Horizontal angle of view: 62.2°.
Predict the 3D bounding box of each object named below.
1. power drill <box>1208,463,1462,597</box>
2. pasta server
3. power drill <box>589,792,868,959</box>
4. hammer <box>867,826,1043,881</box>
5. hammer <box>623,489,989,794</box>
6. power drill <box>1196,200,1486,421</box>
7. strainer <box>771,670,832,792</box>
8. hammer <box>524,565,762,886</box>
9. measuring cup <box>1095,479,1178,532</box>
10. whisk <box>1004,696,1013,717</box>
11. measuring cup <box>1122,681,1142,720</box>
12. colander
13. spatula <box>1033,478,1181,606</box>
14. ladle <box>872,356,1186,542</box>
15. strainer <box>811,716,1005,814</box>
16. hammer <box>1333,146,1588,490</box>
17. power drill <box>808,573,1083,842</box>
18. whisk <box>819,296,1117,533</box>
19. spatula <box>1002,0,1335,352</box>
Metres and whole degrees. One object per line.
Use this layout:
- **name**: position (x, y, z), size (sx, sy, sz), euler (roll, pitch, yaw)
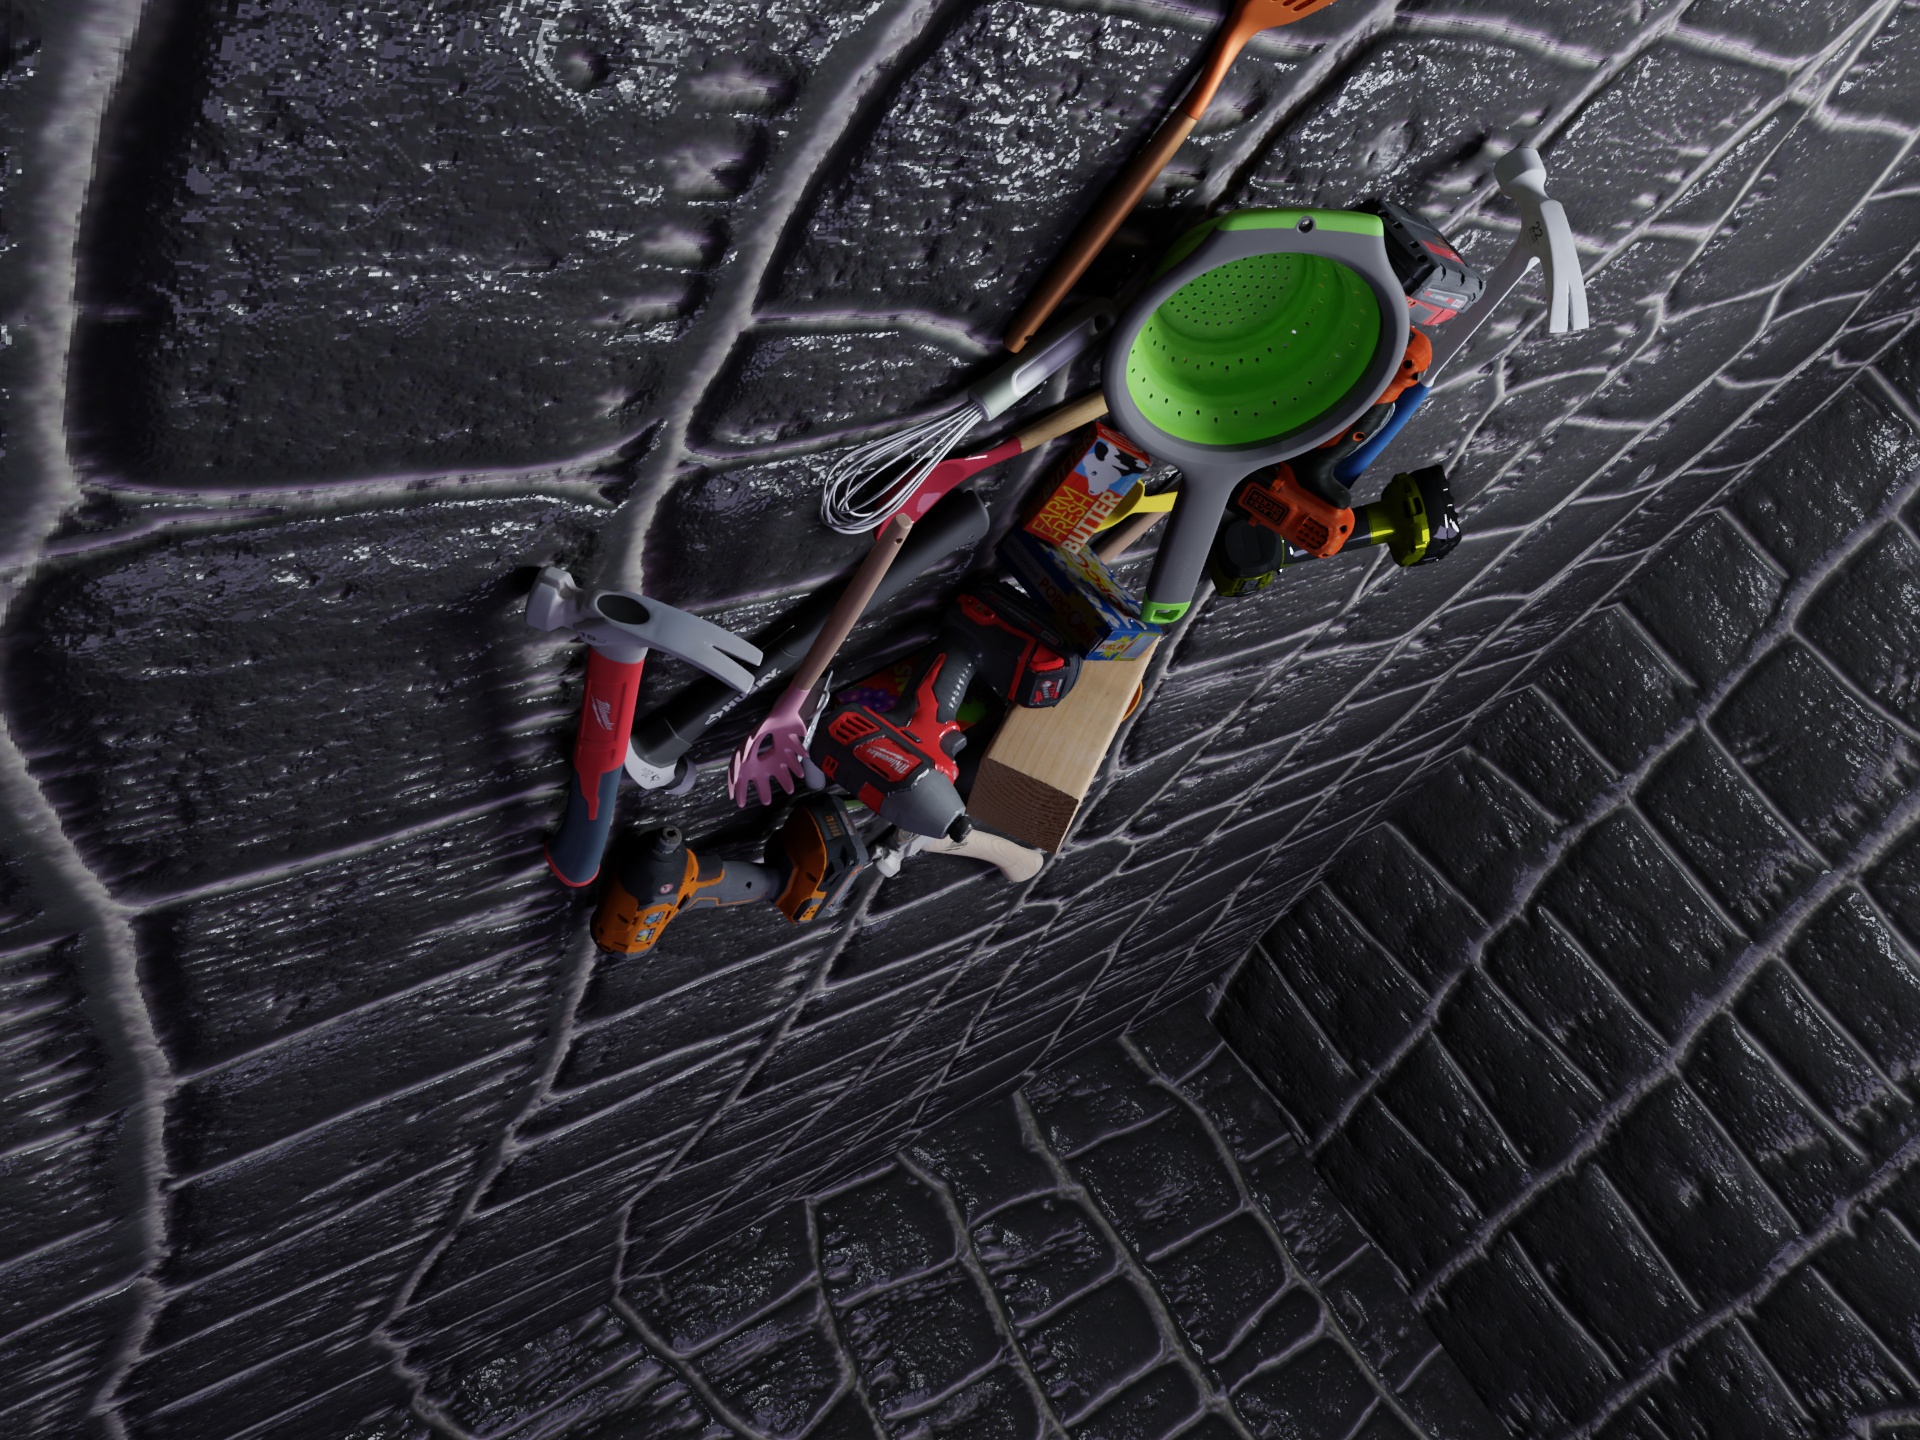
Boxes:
- **power drill**: position (0.352, -0.172, 1.535), size (0.223, 0.080, 0.171), euler (-13, 173, 3)
- **pasta server**: position (-0.102, -0.037, 1.149), size (0.060, 0.040, 0.316), euler (-4, 148, -33)
- **power drill**: position (-0.201, 0.130, 1.399), size (0.226, 0.084, 0.164), euler (-9, 148, -33)
- **hammer**: position (0.030, 0.140, 1.857), size (0.146, 0.038, 0.410), euler (-40, 159, 9)
- **hammer**: position (-0.119, -0.063, 1.187), size (0.335, 0.035, 0.146), euler (-36, 160, 2)
- **power drill**: position (0.307, -0.296, 1.283), size (0.187, 0.080, 0.226), euler (-7, 148, -51)
- **strainer**: position (-0.130, 0.020, 1.343), size (0.258, 0.050, 0.087), euler (97, 13, -70)
- **hammer**: position (-0.238, 0.031, 1.112), size (0.386, 0.143, 0.038), euler (119, -10, -57)
- **measuring cup**: position (0.152, -0.191, 1.332), size (0.156, 0.029, 0.062), euler (-12, 149, -47)
- **whisk**: position (0.052, -0.026, 1.502), size (0.055, 0.055, 0.238), euler (-35, 160, -2)
- **measuring cup**: position (0.104, -0.053, 1.551), size (0.095, 0.052, 0.173), euler (-43, 133, 13)
- **colander**: position (0.180, -0.224, 1.141), size (0.204, 0.095, 0.396), euler (-1, 144, -10)
- **spatula**: position (0.087, -0.114, 1.417), size (0.316, 0.018, 0.059), euler (-40, 164, 15)
- **ladle**: position (0.062, -0.211, 1.157), size (0.315, 0.031, 0.069), euler (-30, 166, -20)
- **strainer**: position (-0.016, 0.040, 1.481), size (0.256, 0.069, 0.151), euler (-7, -167, 0)
- **hammer**: position (0.401, -0.296, 1.357), size (0.035, 0.144, 0.405), euler (-9, 162, -15)
- **power drill**: position (-0.002, -0.004, 1.278), size (0.220, 0.143, 0.078), euler (-46, 165, -29)
- **whisk**: position (0.007, -0.205, 1.060), size (0.246, 0.059, 0.057), euler (-38, 132, -5)
- **spatula**: position (0.127, -0.340, 0.957), size (0.081, 0.041, 0.322), euler (-10, 149, -50)
